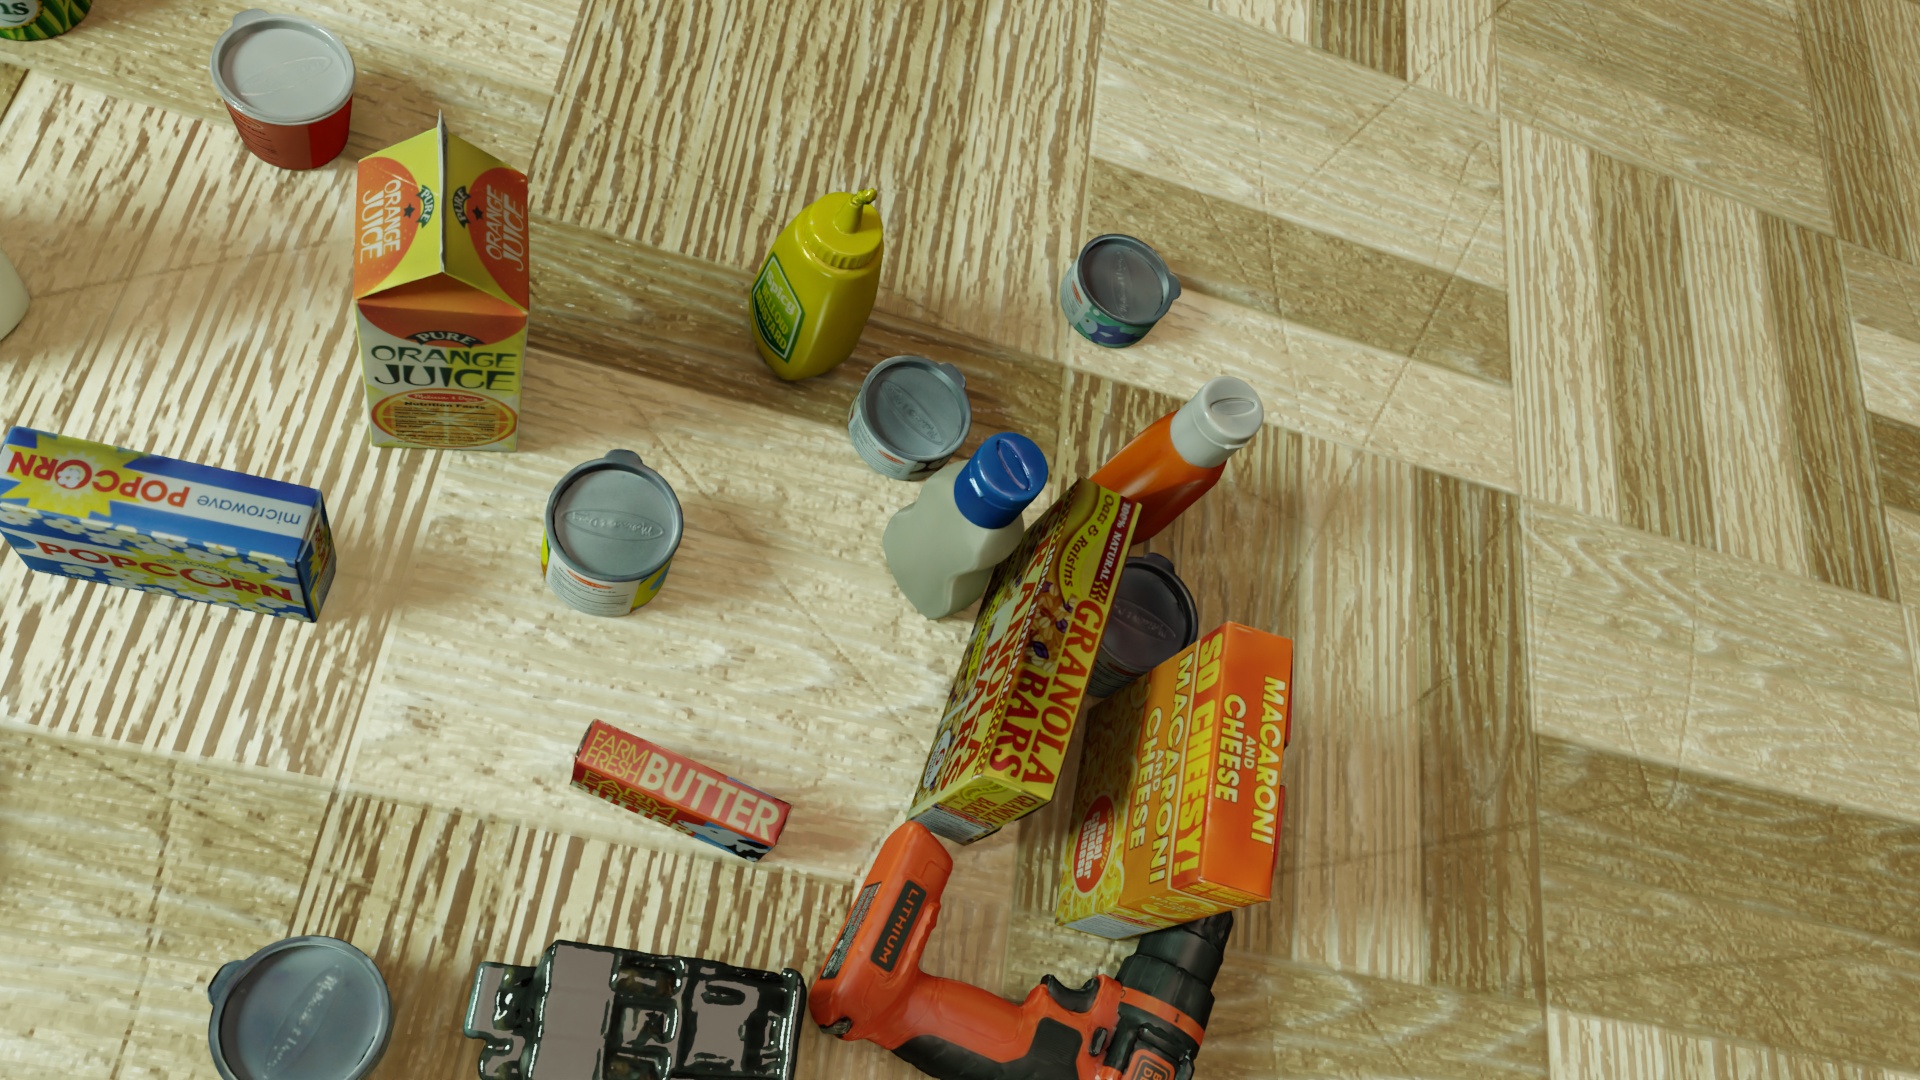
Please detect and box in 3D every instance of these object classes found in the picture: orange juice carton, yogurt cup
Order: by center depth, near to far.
[{"bbox_3d":[-0.240,-0.112,0.647,0.073,0.192,0.072,1,69,-20],"label":"orange juice carton"},{"bbox_3d":[-0.355,-0.234,0.735,0.072,0.053,0.072,7,67,-17],"label":"yogurt cup"}]

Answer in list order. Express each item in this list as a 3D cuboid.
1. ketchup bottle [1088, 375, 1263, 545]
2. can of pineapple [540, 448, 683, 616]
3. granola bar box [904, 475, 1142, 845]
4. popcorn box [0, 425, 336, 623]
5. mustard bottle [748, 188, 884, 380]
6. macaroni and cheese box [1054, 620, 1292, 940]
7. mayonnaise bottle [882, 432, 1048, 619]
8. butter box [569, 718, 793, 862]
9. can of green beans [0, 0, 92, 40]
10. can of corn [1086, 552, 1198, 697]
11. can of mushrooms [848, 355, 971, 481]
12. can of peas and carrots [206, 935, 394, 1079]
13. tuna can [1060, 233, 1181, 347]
[{"bbox_3d":[0.116,-0.041,0.771,0.065,0.148,0.043,-8,72,-22],"label":"ketchup bottle"},{"bbox_3d":[-0.176,-0.002,0.701,0.071,0.057,0.071,7,67,-17],"label":"can of pineapple"},{"bbox_3d":[0.032,0.064,0.711,0.039,0.123,0.166,25,63,-9],"label":"granola bar box"},{"bbox_3d":[-0.353,-0.004,0.623,0.127,0.085,0.038,13,65,-15],"label":"popcorn box"},{"bbox_3d":[-0.073,-0.143,0.738,0.049,0.159,0.065,-23,78,-26],"label":"mustard bottle"},{"bbox_3d":[0.104,0.124,0.688,0.040,0.165,0.124,18,64,-12],"label":"macaroni and cheese box"},{"bbox_3d":[0.003,-0.009,0.717,0.041,0.147,0.065,-25,79,-26],"label":"mayonnaise bottle"},{"bbox_3d":[-0.136,0.122,0.667,0.103,0.053,0.024,26,63,-8],"label":"butter box"},{"bbox_3d":[-0.489,-0.301,0.712,0.071,0.057,0.071,7,67,-17],"label":"can of green beans"},{"bbox_3d":[0.091,0.047,0.776,0.071,0.058,0.071,7,67,-17],"label":"can of corn"},{"bbox_3d":[-0.028,-0.071,0.796,0.071,0.033,0.071,7,67,-17],"label":"can of mushrooms"},{"bbox_3d":[-0.275,0.201,0.581,0.071,0.058,0.071,7,67,-17],"label":"can of peas and carrots"},{"bbox_3d":[0.101,-0.157,0.879,0.071,0.032,0.071,7,67,-17],"label":"tuna can"}]
